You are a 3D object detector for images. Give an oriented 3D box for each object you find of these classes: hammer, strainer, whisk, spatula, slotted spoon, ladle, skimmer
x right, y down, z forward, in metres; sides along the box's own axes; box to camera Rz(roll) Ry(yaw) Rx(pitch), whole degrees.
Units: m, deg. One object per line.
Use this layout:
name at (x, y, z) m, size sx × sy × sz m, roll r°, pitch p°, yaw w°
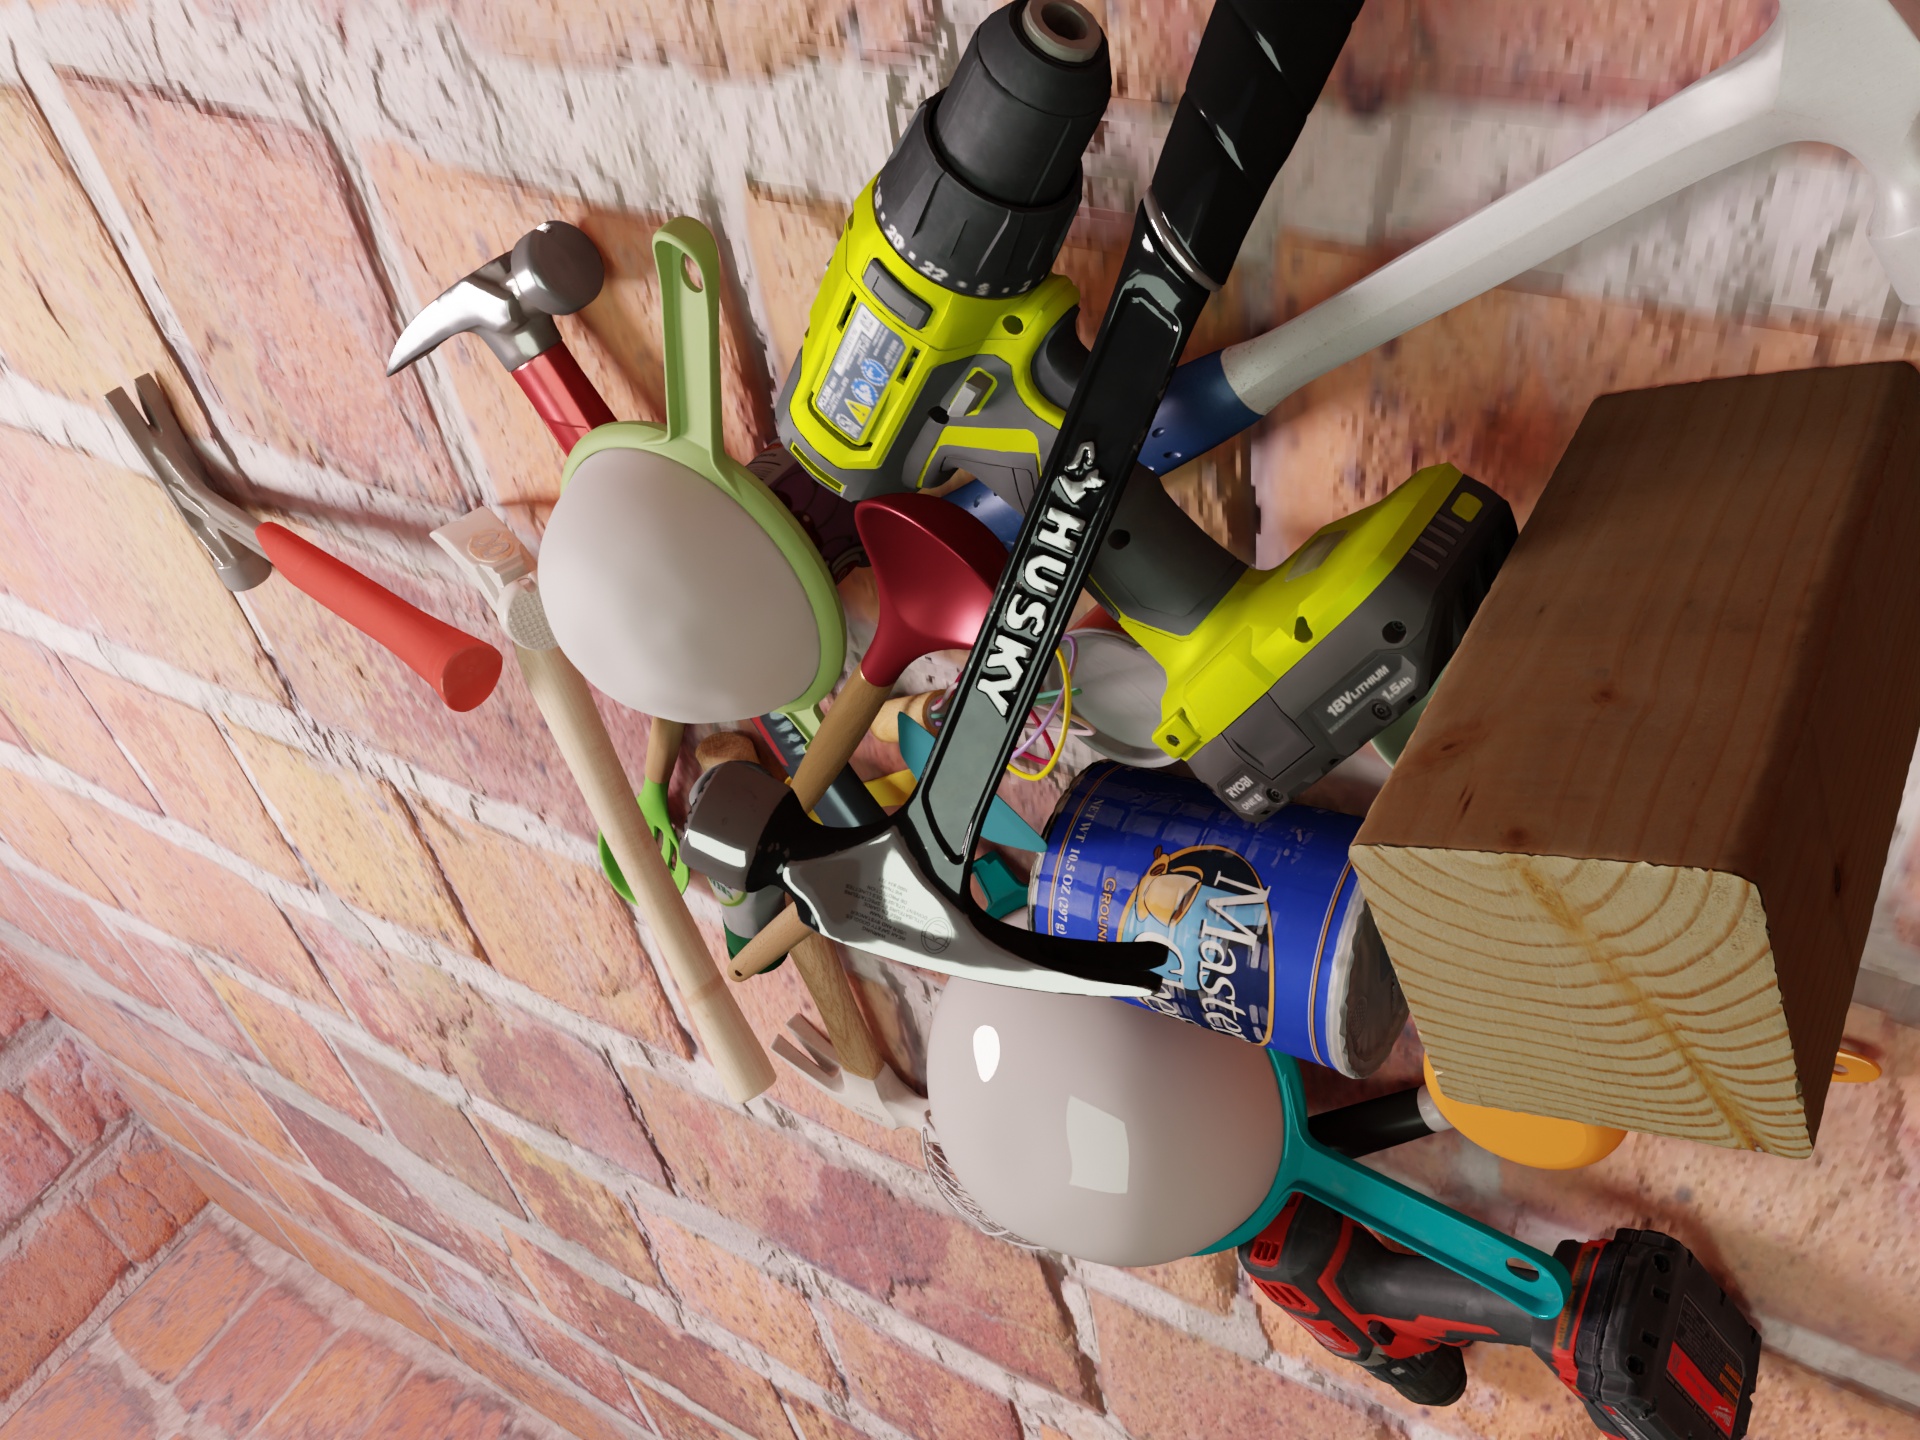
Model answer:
hammer at (-0.126, -0.042, 0.775) m, size 0.143 × 0.038 × 0.386 m, roll -14°, pitch 116°, yaw 43°
hammer at (-0.190, 0.068, 0.912) m, size 0.146 × 0.038 × 0.410 m, roll 37°, pitch 151°, yaw 49°
strainer at (0.107, 0.210, 0.753) m, size 0.341 × 0.095 × 0.211 m, roll 21°, pitch 119°, yaw 32°
hammer at (-0.373, -0.092, 0.905) m, size 0.359 × 0.037 × 0.149 m, roll 26°, pitch 145°, yaw 39°
hammer at (0.054, -0.103, 0.412) m, size 0.149 × 0.036 × 0.408 m, roll 24°, pitch 112°, yaw 4°
whisk at (-0.002, 0.000, 0.670) m, size 0.047 × 0.051 × 0.245 m, roll 65°, pitch 163°, yaw -6°
spatula at (-0.057, 0.079, 0.766) m, size 0.082 × 0.044 × 0.317 m, roll 43°, pitch 140°, yaw -4°
slotted spoon at (-0.169, 0.017, 0.914) m, size 0.070 × 0.031 × 0.313 m, roll 35°, pitch 142°, yaw 9°
hammer at (0.098, -0.121, 0.521) m, size 0.144 × 0.035 × 0.405 m, roll 50°, pitch 143°, yaw -15°
hammer at (-0.093, 0.139, 0.974) m, size 0.130 × 0.031 × 0.331 m, roll 11°, pitch 135°, yaw 33°
ladle at (-0.036, -0.009, 0.612) m, size 0.069 × 0.031 × 0.315 m, roll 42°, pitch 155°, yaw 1°
skimmer at (0.115, 0.224, 0.879) m, size 0.127 × 0.090 × 0.363 m, roll 31°, pitch 139°, yaw -28°
strainer at (-0.120, -0.077, 0.629) m, size 0.151 × 0.069 × 0.256 m, roll 30°, pitch 145°, yaw 14°

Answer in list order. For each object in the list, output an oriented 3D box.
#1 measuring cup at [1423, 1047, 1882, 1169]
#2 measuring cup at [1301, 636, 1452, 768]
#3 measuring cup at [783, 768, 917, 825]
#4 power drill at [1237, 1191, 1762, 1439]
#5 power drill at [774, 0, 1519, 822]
measuring cup at (0.271, 0.147, 0.643) m, size 0.174 × 0.052 × 0.095 m, roll -3°, pitch 127°, yaw 45°
measuring cup at (0.147, -0.030, 0.576) m, size 0.168 × 0.038 × 0.083 m, roll 30°, pitch 143°, yaw 15°
measuring cup at (-0.045, 0.046, 0.832) m, size 0.156 × 0.029 × 0.062 m, roll -14°, pitch 119°, yaw 49°
power drill at (0.270, 0.311, 0.799) m, size 0.227 × 0.080 × 0.187 m, roll -7°, pitch 135°, yaw 49°
power drill at (0.055, -0.090, 0.497) m, size 0.228 × 0.080 × 0.190 m, roll 42°, pitch 146°, yaw 2°
